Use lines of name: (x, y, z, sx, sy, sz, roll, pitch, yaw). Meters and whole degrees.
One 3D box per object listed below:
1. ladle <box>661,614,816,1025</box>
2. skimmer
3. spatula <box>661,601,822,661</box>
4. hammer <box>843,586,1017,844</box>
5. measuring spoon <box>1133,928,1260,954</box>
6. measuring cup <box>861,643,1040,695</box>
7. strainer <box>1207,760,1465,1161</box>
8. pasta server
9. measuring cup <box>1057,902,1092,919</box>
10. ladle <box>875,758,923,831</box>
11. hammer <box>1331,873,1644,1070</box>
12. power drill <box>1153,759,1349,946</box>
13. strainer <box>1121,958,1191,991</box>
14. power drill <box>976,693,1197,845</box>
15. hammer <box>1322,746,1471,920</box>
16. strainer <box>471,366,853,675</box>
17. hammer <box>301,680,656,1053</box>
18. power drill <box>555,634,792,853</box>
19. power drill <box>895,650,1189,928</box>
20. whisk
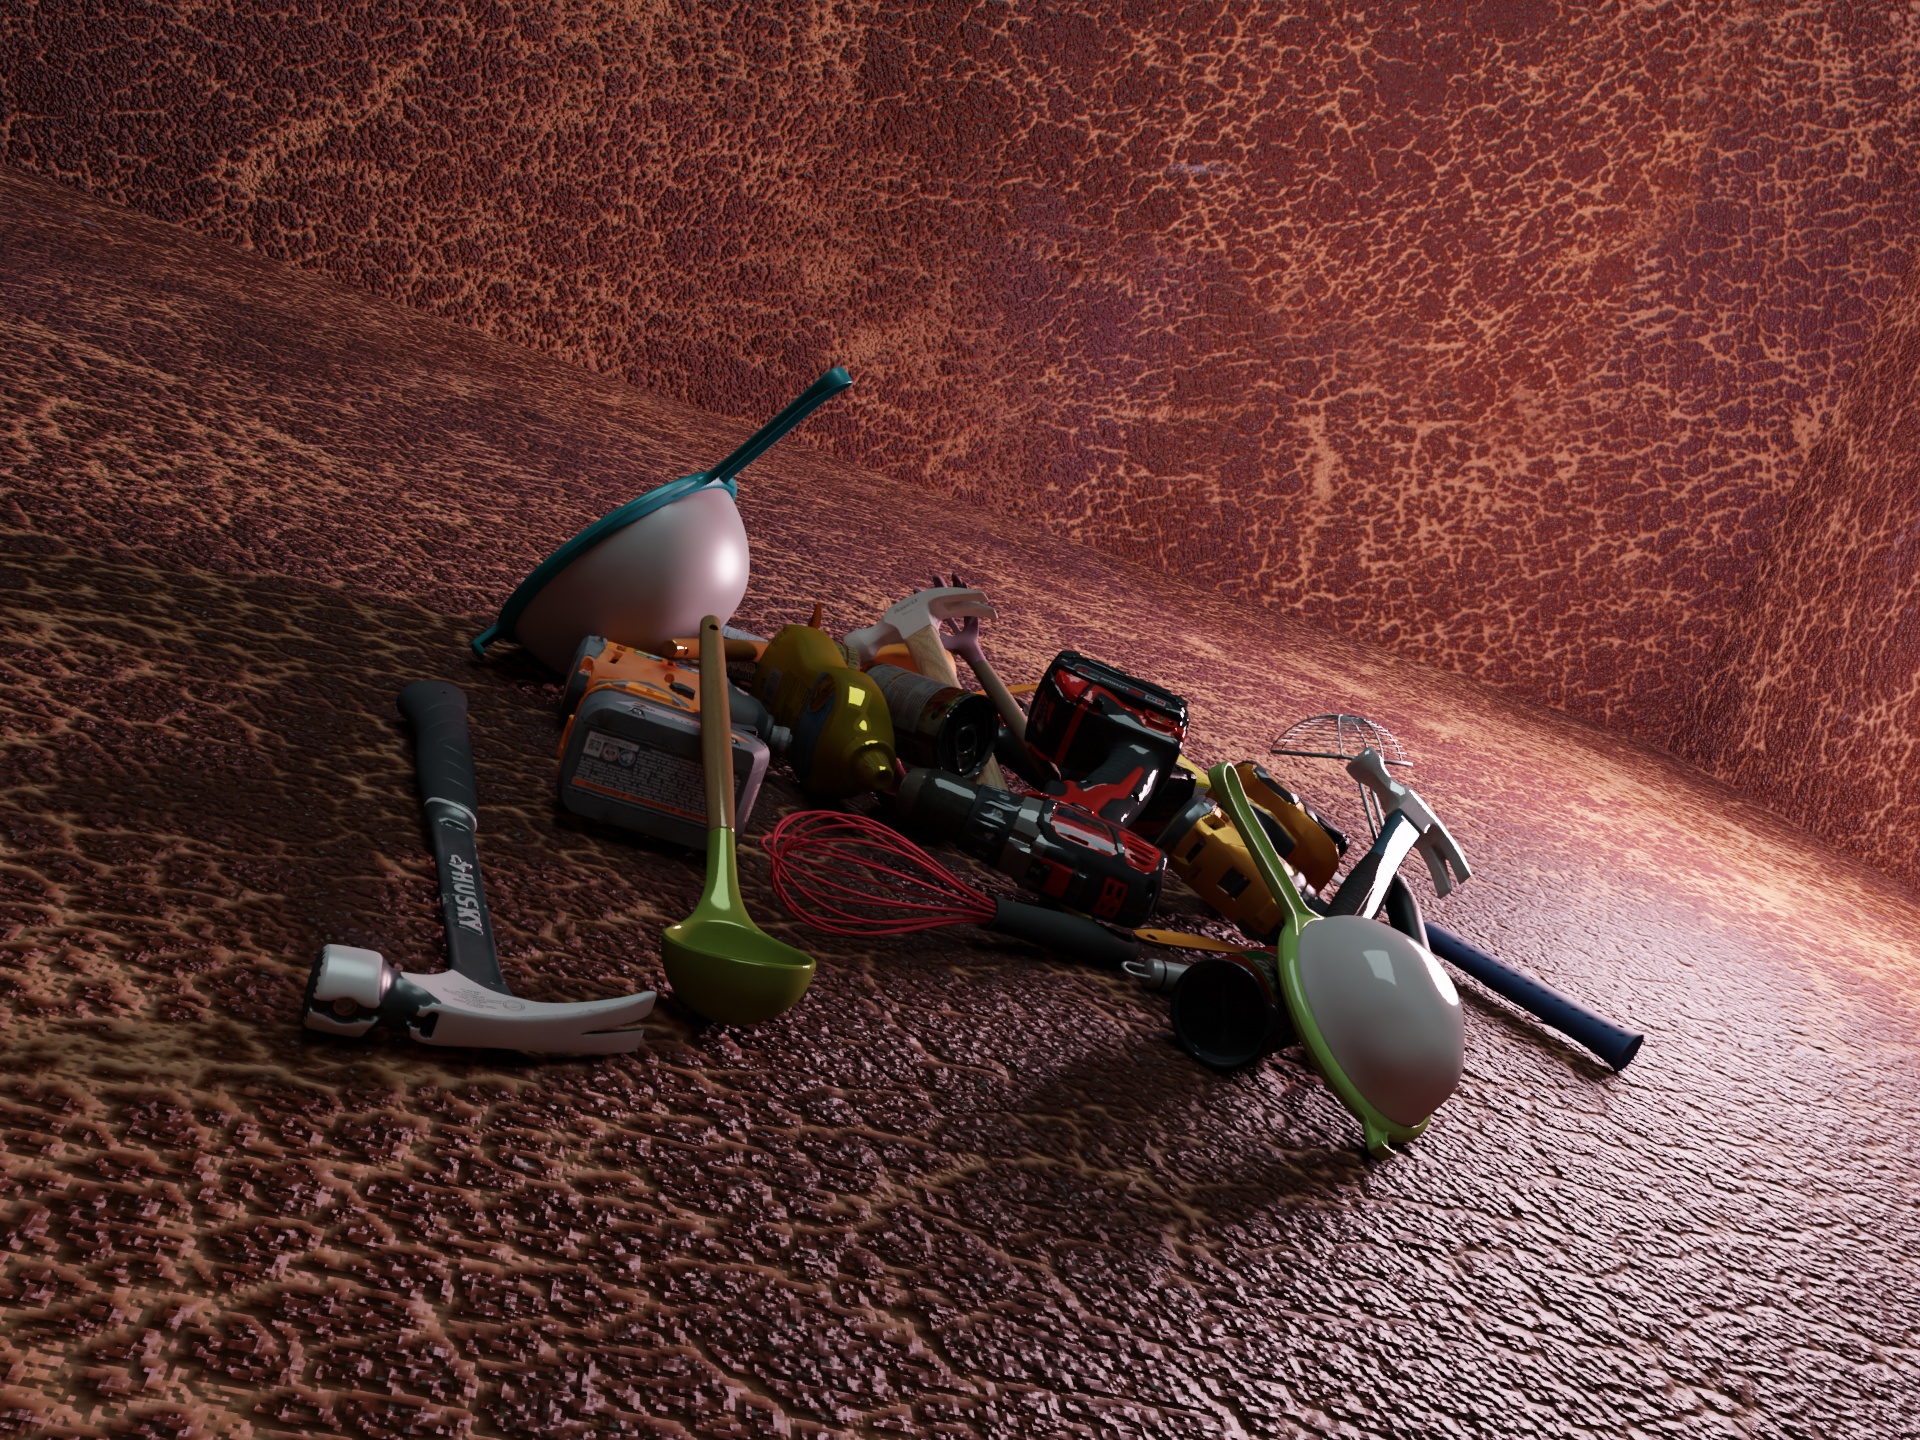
ladle: (-0.129, 0.036, 0.879, 0.078, 0.062, 0.321, 13, 38, -22)
skimmer: (0.351, 0.115, 1.366, 0.127, 0.090, 0.364, 5, 40, -4)
spatula: (-0.166, -0.058, 1.258, 0.041, 0.081, 0.322, 24, 8, 14)
hammer: (-0.002, -0.004, 1.282, 0.031, 0.130, 0.332, 55, 7, -40)
measuring spoon: (0.175, 0.165, 1.146, 0.116, 0.011, 0.021, 12, 18, -21)
measuring cup: (-0.006, -0.044, 1.442, 0.173, 0.052, 0.095, -7, 16, -10)
strainer: (0.239, 0.128, 0.977, 0.151, 0.069, 0.256, -13, 72, -58)
pasta server: (0.022, -0.038, 1.343, 0.040, 0.060, 0.317, 57, 2, -35)
measuring cup: (0.072, 0.106, 1.167, 0.062, 0.029, 0.157, 16, 13, -18)
ladle: (-0.061, 0.028, 1.279, 0.069, 0.031, 0.316, 19, 12, -20)
hammer: (0.390, 0.173, 1.366, 0.406, 0.035, 0.144, 32, 18, 38)
power drill: (0.250, 0.121, 1.240, 0.185, 0.084, 0.226, 40, 17, 8)
strainer: (0.226, 0.188, 1.072, 0.258, 0.050, 0.087, 13, 30, -17)
power drill: (0.084, 0.038, 1.356, 0.220, 0.078, 0.143, 29, 16, 40)
hammer: (0.310, 0.115, 1.195, 0.128, 0.033, 0.331, 47, 29, 7)
strainer: (-0.187, -0.124, 1.178, 0.095, 0.340, 0.211, 56, 24, 2)
hammer: (-0.265, 0.060, 0.848, 0.149, 0.036, 0.409, 16, 15, -25)
power drill: (-0.184, 0.012, 1.054, 0.164, 0.084, 0.227, 18, 11, -15)
power drill: (0.066, 0.040, 1.134, 0.188, 0.080, 0.227, 22, 34, 3)
whisk: (0.002, 0.116, 0.989, 0.295, 0.073, 0.073, 20, 12, -34)
